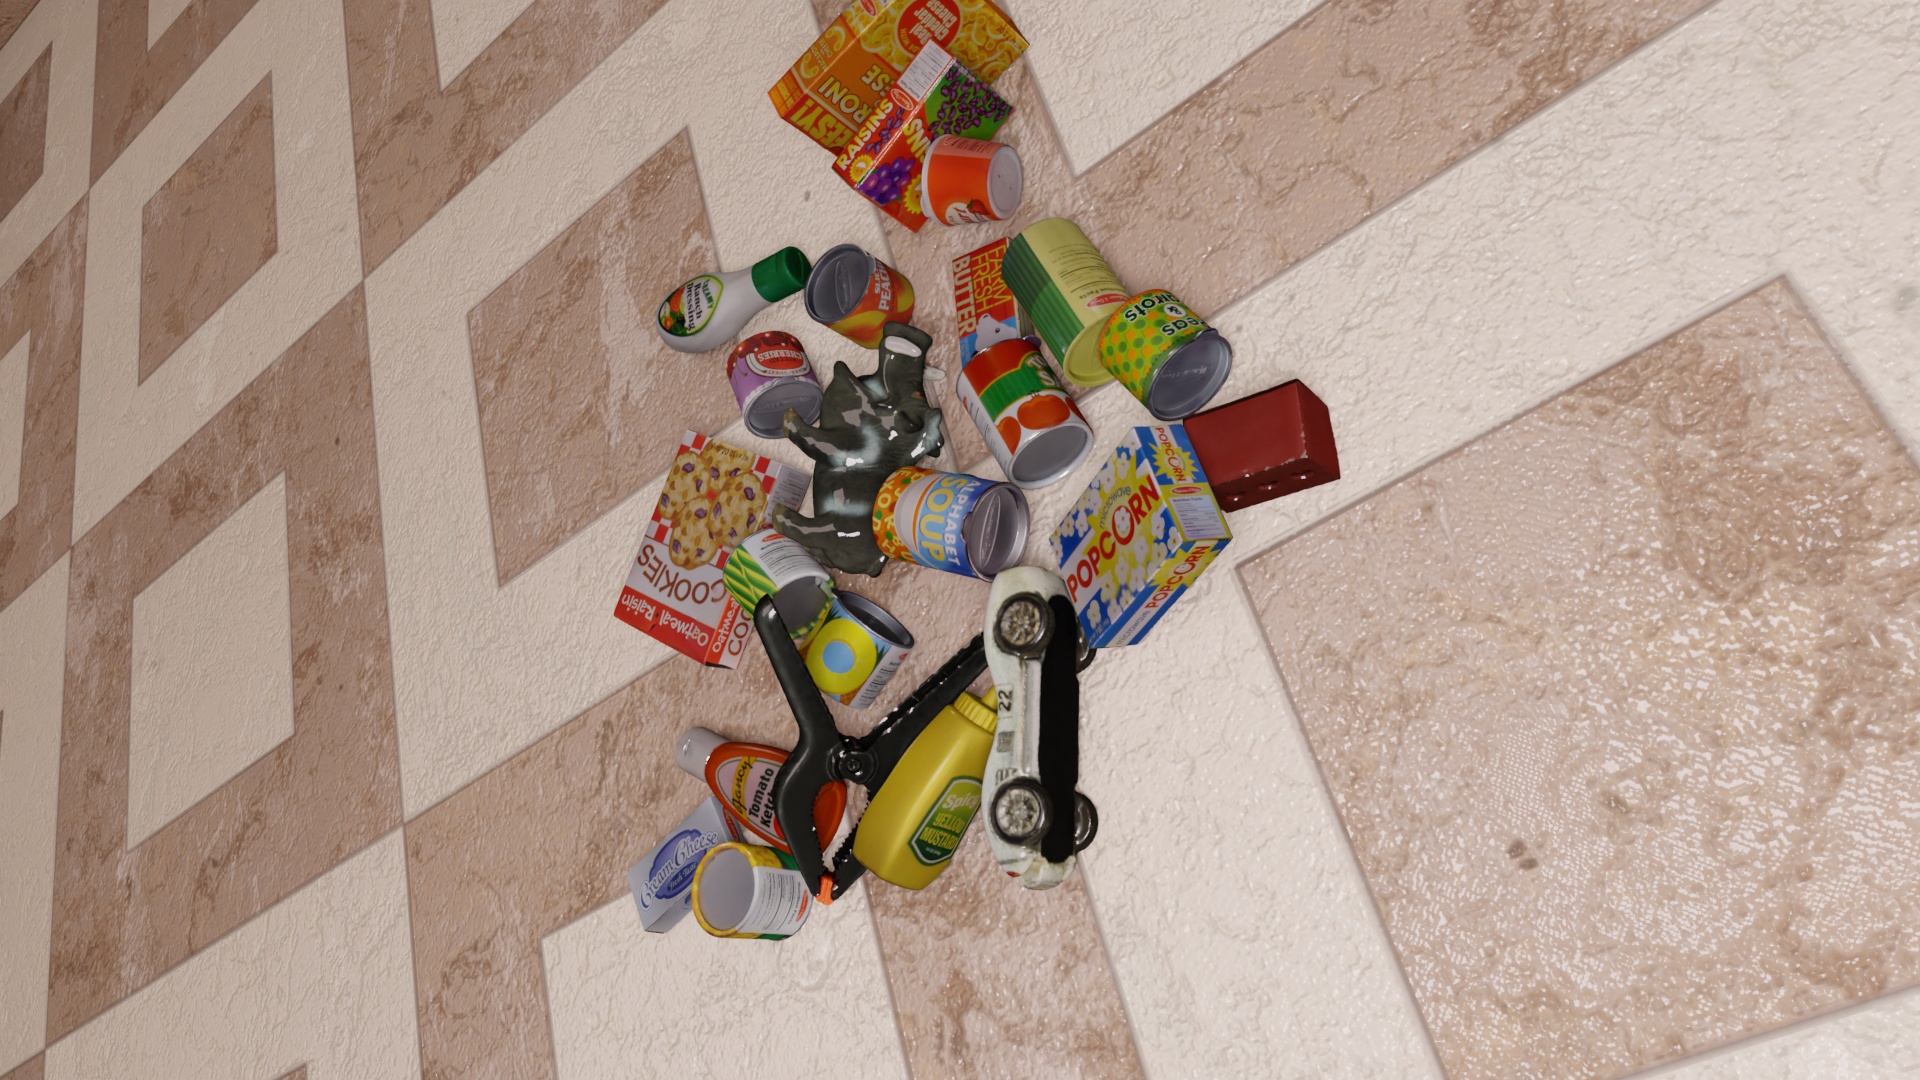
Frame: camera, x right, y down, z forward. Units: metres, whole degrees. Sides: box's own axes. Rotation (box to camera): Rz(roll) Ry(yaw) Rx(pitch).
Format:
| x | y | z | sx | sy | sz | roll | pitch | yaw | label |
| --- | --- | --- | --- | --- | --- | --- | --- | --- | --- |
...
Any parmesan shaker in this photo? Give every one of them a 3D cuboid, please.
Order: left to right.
| x | y | z | sx | sy | sz | roll | pitch | yaw | label |
| --- | --- | --- | --- | --- | --- | --- | --- | --- | --- |
| 0.080 | -0.164 | 0.950 | 0.071 | 0.071 | 0.103 | -42 | 54 | 19 | parmesan shaker |

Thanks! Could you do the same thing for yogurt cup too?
| x | y | z | sx | sy | sz | roll | pitch | yaw | label |
| --- | --- | --- | --- | --- | --- | --- | --- | --- | --- |
| 0.011 | -0.268 | 1.035 | 0.054 | 0.072 | 0.072 | 9 | 81 | 30 | yogurt cup |

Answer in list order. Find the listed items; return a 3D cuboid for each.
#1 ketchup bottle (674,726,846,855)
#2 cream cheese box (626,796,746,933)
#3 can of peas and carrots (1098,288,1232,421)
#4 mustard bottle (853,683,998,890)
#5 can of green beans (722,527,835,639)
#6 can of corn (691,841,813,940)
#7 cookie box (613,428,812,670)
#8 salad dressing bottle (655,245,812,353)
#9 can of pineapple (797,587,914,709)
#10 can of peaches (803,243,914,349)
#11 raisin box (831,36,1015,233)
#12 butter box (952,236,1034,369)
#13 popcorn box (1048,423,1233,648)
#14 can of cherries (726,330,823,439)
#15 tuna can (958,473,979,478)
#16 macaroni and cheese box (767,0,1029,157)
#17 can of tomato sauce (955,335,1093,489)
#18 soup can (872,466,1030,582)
| x | y | z | sx | sy | sz | roll | pitch | yaw | label |
| --- | --- | --- | --- | --- | --- | --- | --- | --- | --- |
| -0.150 | 0.178 | 1.019 | 0.149 | 0.043 | 0.064 | 18 | 87 | 39 | ketchup bottle |
| -0.206 | 0.245 | 1.050 | 0.103 | 0.024 | 0.053 | -43 | 53 | 17 | cream cheese box |
| 0.131 | -0.122 | 0.893 | 0.071 | 0.071 | 0.059 | -49 | 53 | 13 | can of peas and carrots |
| -0.008 | 0.151 | 0.911 | 0.049 | 0.065 | 0.160 | 31 | 90 | 42 | mustard bottle |
| -0.135 | 0.033 | 1.041 | 0.071 | 0.071 | 0.058 | -53 | 53 | 11 | can of green beans |
| -0.150 | 0.249 | 0.985 | 0.071 | 0.058 | 0.071 | -12 | 68 | 33 | can of corn |
| -0.202 | 0.005 | 1.116 | 0.123 | 0.040 | 0.167 | 20 | 87 | 39 | cookie box |
| -0.192 | -0.205 | 1.176 | 0.147 | 0.044 | 0.064 | -19 | 66 | 30 | salad dressing bottle |
| -0.077 | 0.076 | 0.982 | 0.071 | 0.071 | 0.057 | 43 | 103 | 37 | can of pineapple |
| -0.076 | -0.189 | 1.076 | 0.071 | 0.058 | 0.071 | -13 | 67 | 33 | can of peaches |
| -0.028 | -0.307 | 1.061 | 0.123 | 0.086 | 0.040 | -49 | 58 | 13 | raisin box |
| 0.024 | -0.166 | 1.016 | 0.053 | 0.024 | 0.104 | -19 | 65 | 30 | butter box |
| 0.107 | 0.000 | 0.855 | 0.126 | 0.038 | 0.085 | -57 | 43 | 48 | popcorn box |
| -0.146 | -0.125 | 1.099 | 0.071 | 0.071 | 0.058 | -38 | 55 | 21 | can of cherries |
| 0.003 | -0.012 | 0.975 | 0.071 | 0.033 | 0.071 | -12 | 68 | 33 | tuna can |
| -0.047 | -0.364 | 1.070 | 0.166 | 0.123 | 0.040 | -41 | 54 | 20 | macaroni and cheese box |
| 0.045 | -0.087 | 0.948 | 0.071 | 0.071 | 0.083 | -41 | 56 | 19 | can of tomato sauce |
| -0.008 | -0.012 | 0.915 | 0.084 | 0.071 | 0.071 | 12 | 83 | 38 | soup can |
